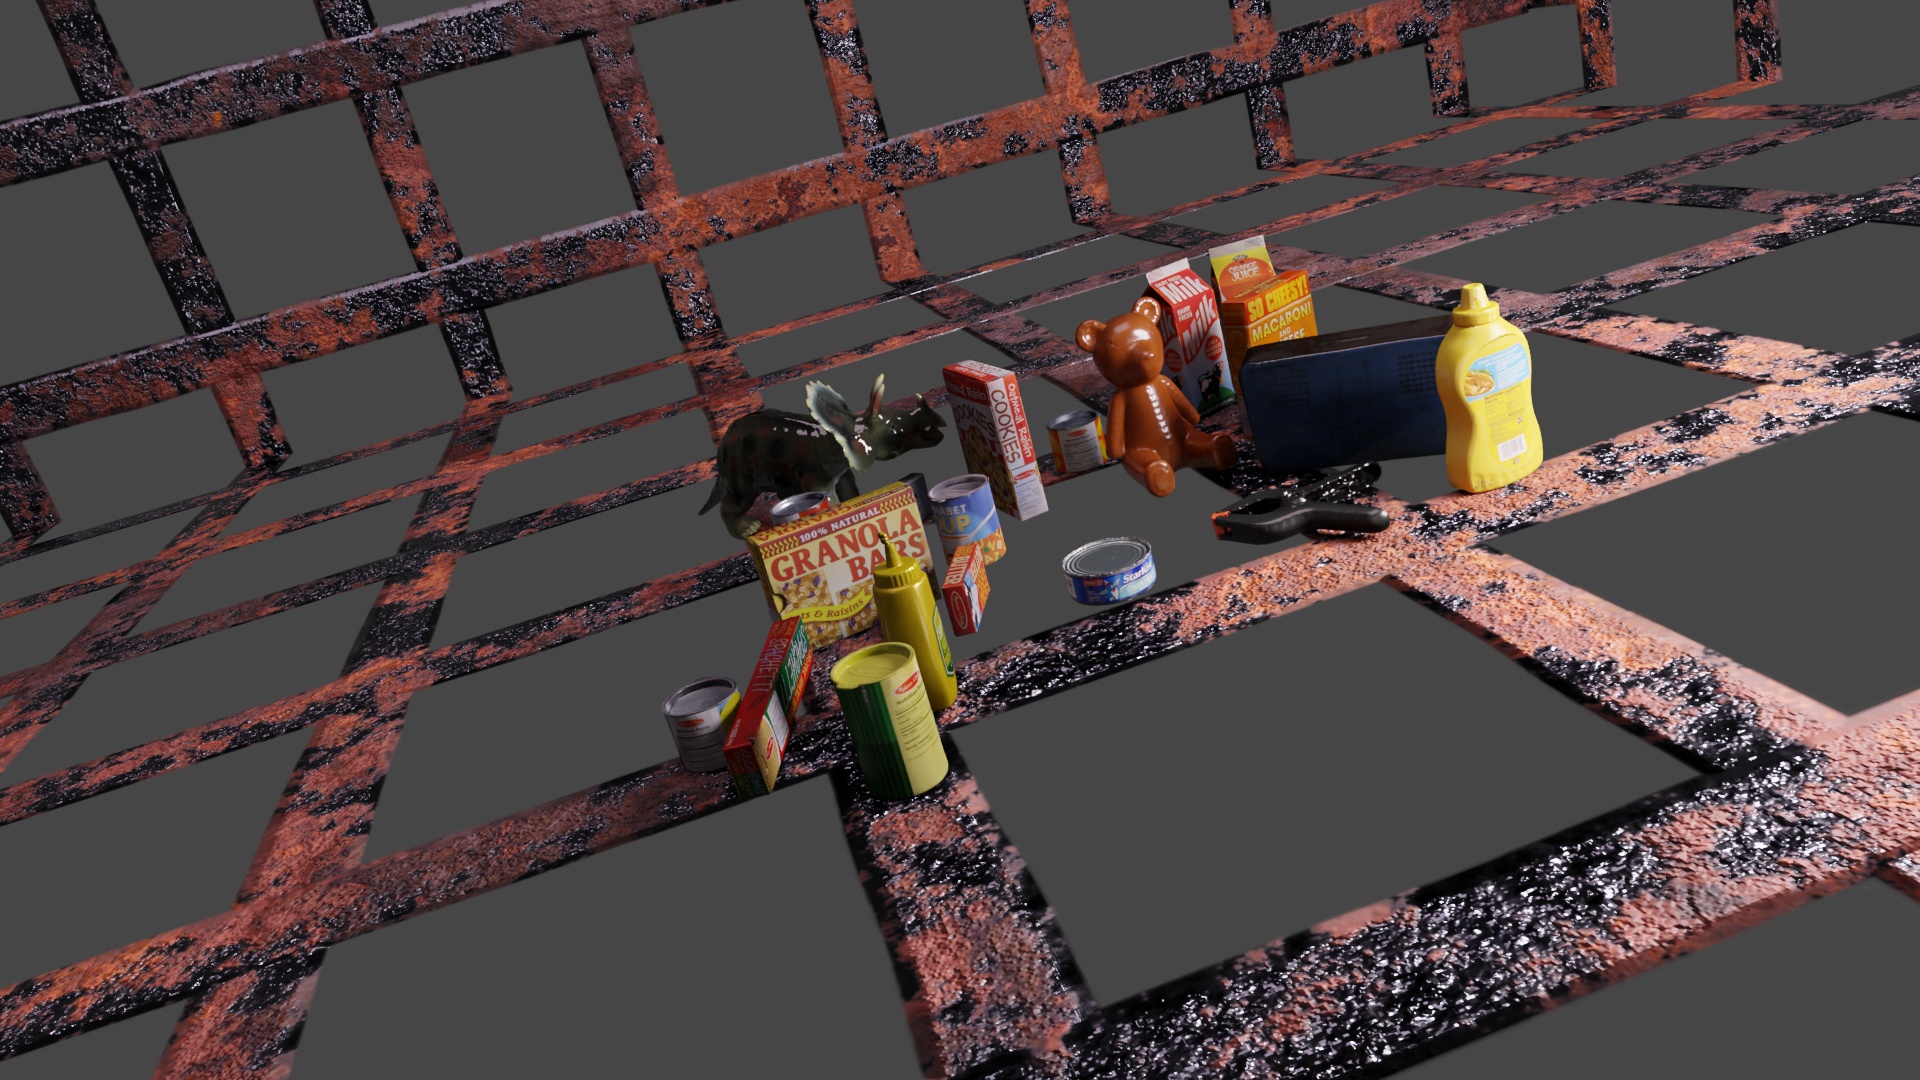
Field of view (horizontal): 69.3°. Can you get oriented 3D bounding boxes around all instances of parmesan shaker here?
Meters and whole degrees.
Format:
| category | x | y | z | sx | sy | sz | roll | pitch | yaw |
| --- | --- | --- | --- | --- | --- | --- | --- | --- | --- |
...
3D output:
| category | x | y | z | sx | sy | sz | roll | pitch | yaw |
| --- | --- | --- | --- | --- | --- | --- | --- | --- | --- |
| parmesan shaker | -0.056 | 0.140 | 1.063 | 0.071 | 0.102 | 0.071 | -13 | 20 | 5 |

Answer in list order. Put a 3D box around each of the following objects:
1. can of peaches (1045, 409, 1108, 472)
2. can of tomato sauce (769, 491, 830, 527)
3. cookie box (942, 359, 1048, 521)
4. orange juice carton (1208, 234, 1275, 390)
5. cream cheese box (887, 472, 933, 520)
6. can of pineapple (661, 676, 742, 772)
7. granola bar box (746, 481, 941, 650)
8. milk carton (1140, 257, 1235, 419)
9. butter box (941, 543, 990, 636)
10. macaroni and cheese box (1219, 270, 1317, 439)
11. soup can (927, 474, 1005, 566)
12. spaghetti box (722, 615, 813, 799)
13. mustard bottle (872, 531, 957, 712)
| category | x | y | z | sx | sy | sz | roll | pitch | yaw |
| --- | --- | --- | --- | --- | --- | --- | --- | --- | --- |
| can of peaches | 0.142 | -0.121 | 1.681 | 0.071 | 0.058 | 0.071 | -13 | 20 | 5 |
| can of tomato sauce | -0.169 | -0.005 | 1.557 | 0.071 | 0.082 | 0.071 | -13 | 20 | 5 |
| cookie box | 0.037 | -0.116 | 1.584 | 0.040 | 0.166 | 0.123 | -22 | 21 | -18 |
| orange juice carton | 0.367 | -0.286 | 1.765 | 0.072 | 0.192 | 0.073 | -13 | 20 | 5 |
| cream cheese box | -0.078 | -0.035 | 1.616 | 0.024 | 0.053 | 0.104 | 7 | 29 | 46 |
| can of pineapple | -0.216 | 0.157 | 1.196 | 0.071 | 0.057 | 0.071 | -13 | 20 | 5 |
| granola bar box | -0.112 | 0.028 | 1.370 | 0.166 | 0.123 | 0.039 | -22 | 21 | -18 |
| milk carton | 0.278 | -0.253 | 1.743 | 0.072 | 0.190 | 0.073 | -26 | 22 | -28 |
| butter box | 0.006 | 0.046 | 1.341 | 0.024 | 0.053 | 0.104 | -10 | 20 | 13 |
| macaroni and cheese box | 0.366 | -0.217 | 1.619 | 0.124 | 0.166 | 0.040 | -29 | 24 | -34 |
| soup can | 0.005 | -0.018 | 1.468 | 0.071 | 0.083 | 0.071 | -13 | 20 | 5 |
| spaghetti box | -0.164 | 0.140 | 1.218 | 0.029 | 0.050 | 0.251 | -12 | 20 | 7 |
| mustard bottle | -0.042 | 0.066 | 1.166 | 0.049 | 0.159 | 0.065 | -13 | 20 | 6 |
